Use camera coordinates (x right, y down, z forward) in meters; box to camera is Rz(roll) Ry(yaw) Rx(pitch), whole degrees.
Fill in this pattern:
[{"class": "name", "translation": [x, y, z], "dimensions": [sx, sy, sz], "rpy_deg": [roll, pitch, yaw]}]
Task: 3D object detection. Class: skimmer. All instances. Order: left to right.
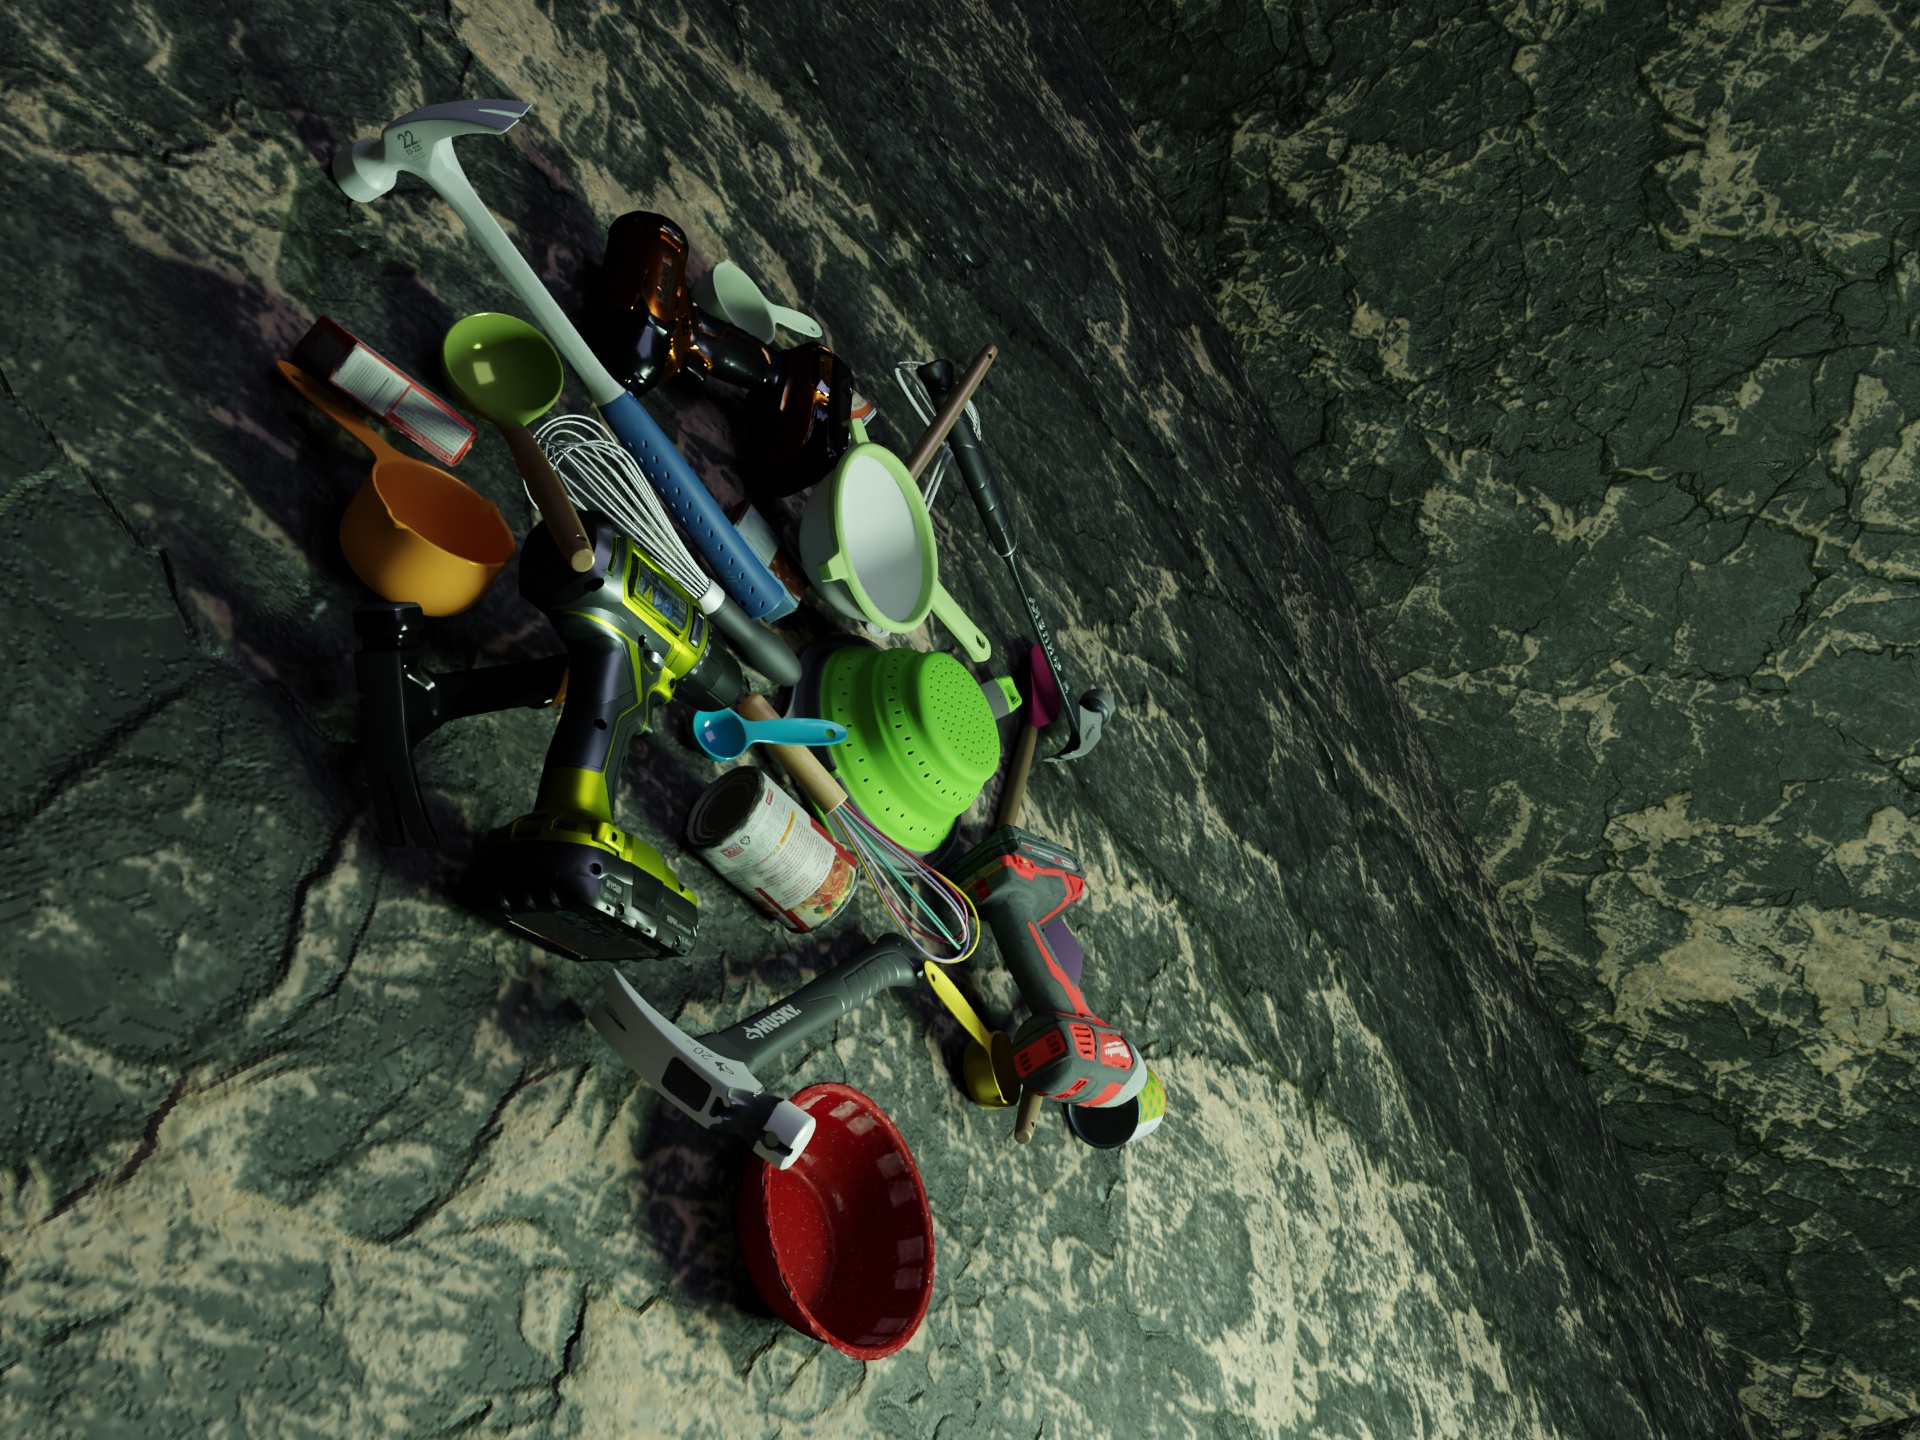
[{"class": "skimmer", "translation": [-0.054, -0.203, 1.475], "dimensions": [0.127, 0.090, 0.364], "rpy_deg": [56, 37, -36]}]

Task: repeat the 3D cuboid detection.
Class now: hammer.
[{"class": "hammer", "translation": [-0.234, -0.017, 0.954], "dimensions": [0.337, 0.034, 0.127], "rpy_deg": [-21, 108, -68]}, {"class": "hammer", "translation": [-0.239, -0.228, 1.073], "dimensions": [0.405, 0.144, 0.035], "rpy_deg": [55, 39, -32]}, {"class": "hammer", "translation": [-0.100, 0.179, 1.003], "dimensions": [0.146, 0.035, 0.334], "rpy_deg": [30, 12, 13]}, {"class": "hammer", "translation": [0.048, -0.147, 1.499], "dimensions": [0.408, 0.036, 0.149], "rpy_deg": [66, 27, -19]}]

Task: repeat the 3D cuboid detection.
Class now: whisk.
[{"class": "whisk", "translation": [-0.198, -0.105, 1.103], "dimensions": [0.284, 0.070, 0.070], "rpy_deg": [46, 31, -42]}, {"class": "whisk", "translation": [-0.072, 0.076, 1.146], "dimensions": [0.245, 0.047, 0.051], "rpy_deg": [50, 10, -2]}]

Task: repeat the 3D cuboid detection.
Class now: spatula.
[{"class": "spatula", "translation": [0.070, 0.245, 1.294], "dimensions": [0.059, 0.018, 0.316], "rpy_deg": [57, 20, -13]}]

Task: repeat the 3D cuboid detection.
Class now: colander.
[{"class": "colander", "translation": [-0.002, -0.004, 1.321], "dimensions": [0.204, 0.094, 0.397], "rpy_deg": [65, 26, 0]}]

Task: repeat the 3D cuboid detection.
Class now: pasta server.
[{"class": "pasta server", "translation": [-0.037, -0.217, 1.374], "dimensions": [0.060, 0.040, 0.316], "rpy_deg": [46, 60, -28]}]

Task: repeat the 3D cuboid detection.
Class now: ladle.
[{"class": "ladle", "translation": [-0.245, -0.164, 0.914], "dimensions": [0.078, 0.062, 0.320], "rpy_deg": [10, 23, -30]}]

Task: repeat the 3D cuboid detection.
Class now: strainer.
[{"class": "strainer", "translation": [-0.058, -0.114, 1.290], "dimensions": [0.256, 0.069, 0.152], "rpy_deg": [46, 43, -49]}]

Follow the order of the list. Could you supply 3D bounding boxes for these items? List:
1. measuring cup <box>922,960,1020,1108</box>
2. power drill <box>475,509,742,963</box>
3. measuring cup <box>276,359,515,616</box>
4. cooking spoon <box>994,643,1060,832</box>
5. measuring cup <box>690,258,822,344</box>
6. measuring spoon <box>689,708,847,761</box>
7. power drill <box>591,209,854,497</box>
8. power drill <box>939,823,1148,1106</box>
[{"class": "measuring cup", "translation": [0.000, 0.230, 1.173], "dimensions": [0.156, 0.029, 0.062], "rpy_deg": [57, 25, -33]}, {"class": "power drill", "translation": [-0.190, 0.018, 0.913], "dimensions": [0.190, 0.080, 0.229], "rpy_deg": [48, 40, -58]}, {"class": "measuring cup", "translation": [-0.331, -0.127, 0.890], "dimensions": [0.173, 0.052, 0.095], "rpy_deg": [42, 20, 5]}, {"class": "cooking spoon", "translation": [0.061, 0.024, 1.498], "dimensions": [0.068, 0.017, 0.319], "rpy_deg": [61, 25, -26]}, {"class": "measuring cup", "translation": [-0.174, -0.342, 1.367], "dimensions": [0.167, 0.038, 0.083], "rpy_deg": [-8, 74, -65]}, {"class": "measuring spoon", "translation": [-0.135, 0.012, 1.112], "dimensions": [0.128, 0.021, 0.042], "rpy_deg": [1, 63, -41]}, {"class": "power drill", "translation": [-0.187, -0.264, 1.224], "dimensions": [0.226, 0.084, 0.164], "rpy_deg": [32, 51, -42]}, {"class": "power drill", "translation": [0.075, 0.200, 1.252], "dimensions": [0.143, 0.078, 0.220], "rpy_deg": [26, 34, -47]}]
